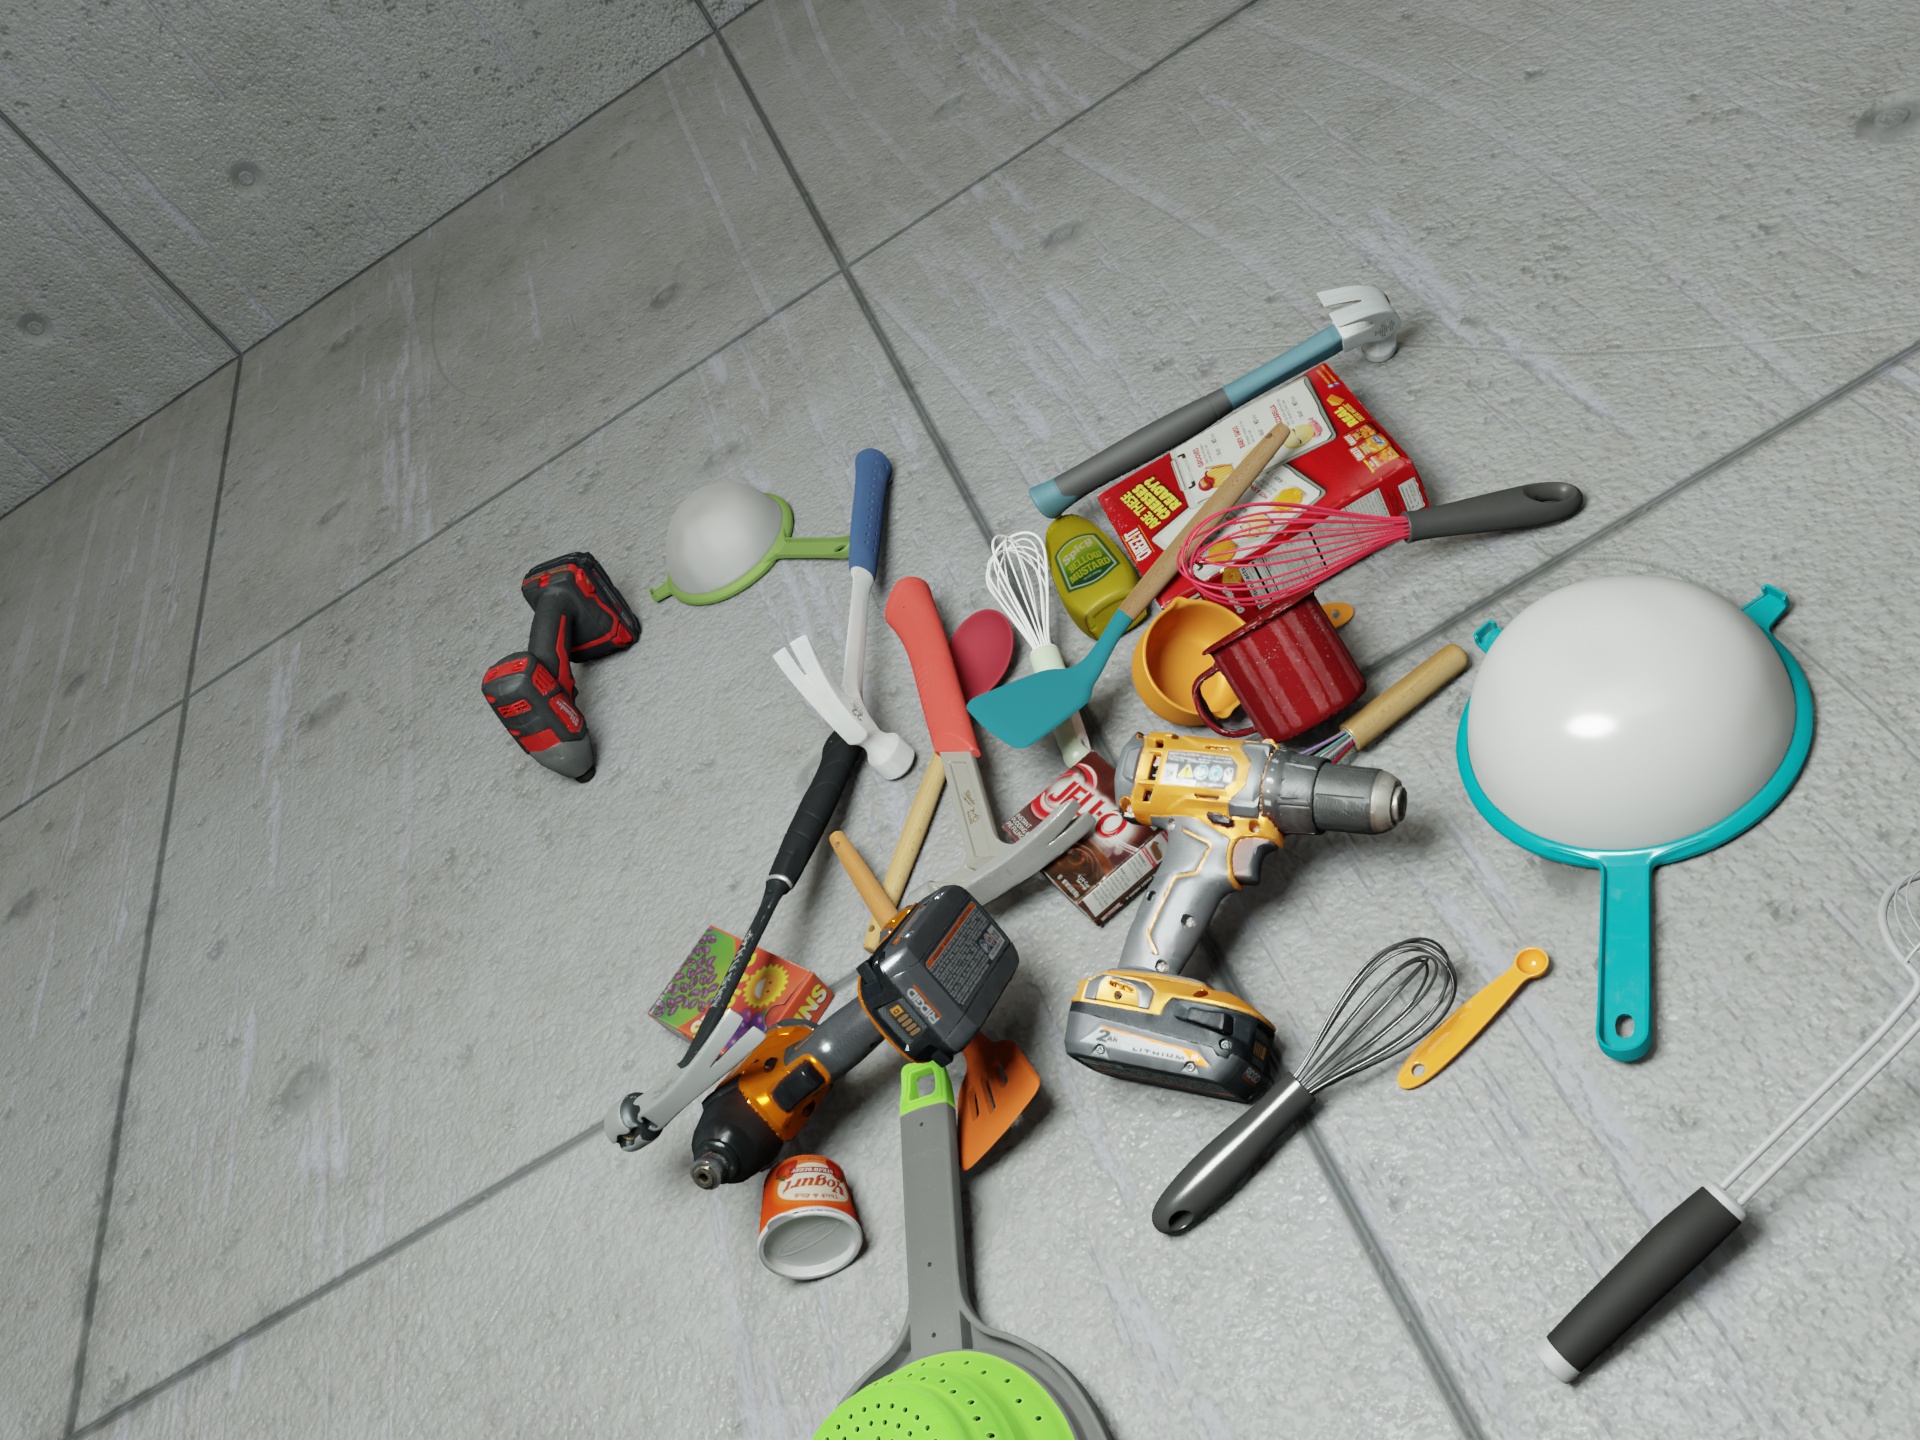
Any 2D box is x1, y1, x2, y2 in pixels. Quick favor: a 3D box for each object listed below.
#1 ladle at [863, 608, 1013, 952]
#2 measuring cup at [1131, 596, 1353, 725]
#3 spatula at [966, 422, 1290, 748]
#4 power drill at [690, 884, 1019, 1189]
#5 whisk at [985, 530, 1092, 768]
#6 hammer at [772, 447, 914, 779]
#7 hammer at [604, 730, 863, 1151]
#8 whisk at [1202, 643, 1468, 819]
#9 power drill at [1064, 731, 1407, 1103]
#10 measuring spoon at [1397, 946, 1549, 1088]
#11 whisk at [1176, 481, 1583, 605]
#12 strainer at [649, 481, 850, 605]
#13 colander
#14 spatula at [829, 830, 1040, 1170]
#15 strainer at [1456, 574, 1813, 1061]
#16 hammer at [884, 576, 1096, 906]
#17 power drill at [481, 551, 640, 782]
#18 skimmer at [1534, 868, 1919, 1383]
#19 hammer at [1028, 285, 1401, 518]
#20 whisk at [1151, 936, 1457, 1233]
[{"bbox_3d":[-0.020,0.044,1.270,0.069,0.031,0.316,-4,52,37],"label":"ladle"},{"bbox_3d":[0.208,-0.052,1.181,0.173,0.052,0.095,-18,79,-16],"label":"measuring cup"},{"bbox_3d":[0.135,-0.103,1.181,0.317,0.044,0.082,-50,39,0],"label":"spatula"},{"bbox_3d":[-0.079,0.215,1.029,0.226,0.084,0.164,-40,2,26],"label":"power drill"},{"bbox_3d":[0.066,-0.060,1.275,0.059,0.057,0.247,-33,50,22],"label":"whisk"},{"bbox_3d":[-0.091,-0.126,1.417,0.035,0.144,0.406,-30,34,23],"label":"hammer"},{"bbox_3d":[-0.139,0.130,1.186,0.149,0.036,0.409,-40,17,36],"label":"hammer"},{"bbox_3d":[0.251,0.028,1.088,0.245,0.051,0.047,-36,45,-7],"label":"whisk"},{"bbox_3d":[0.171,0.117,0.994,0.185,0.084,0.226,4,68,31],"label":"power drill"},{"bbox_3d":[0.302,0.177,0.937,0.117,0.011,0.021,-43,40,-1],"label":"measuring spoon"},{"bbox_3d":[0.301,-0.134,1.141,0.296,0.073,0.073,-10,44,-1],"label":"whisk"},{"bbox_3d":[-0.209,-0.189,1.583,0.256,0.069,0.151,6,56,40],"label":"strainer"},{"bbox_3d":[-0.028,0.361,0.907,0.204,0.094,0.398,-23,47,20],"label":"colander"},{"bbox_3d":[-0.032,0.178,1.130,0.081,0.041,0.323,-51,44,12],"label":"spatula"},{"bbox_3d":[0.388,0.030,0.946,0.211,0.095,0.341,-7,48,30],"label":"strainer"},{"bbox_3d":[-0.002,-0.004,1.245,0.149,0.036,0.359,-35,38,16],"label":"hammer"},{"bbox_3d":[-0.380,-0.049,1.530,0.078,0.143,0.220,-17,38,16],"label":"power drill"},{"bbox_3d":[0.437,0.207,0.800,0.363,0.090,0.127,-46,44,5],"label":"skimmer"},{"bbox_3d":[0.208,-0.257,1.311,0.331,0.128,0.033,-28,74,8],"label":"hammer"},{"bbox_3d":[0.203,0.219,0.943,0.239,0.055,0.055,-44,41,0],"label":"whisk"}]
